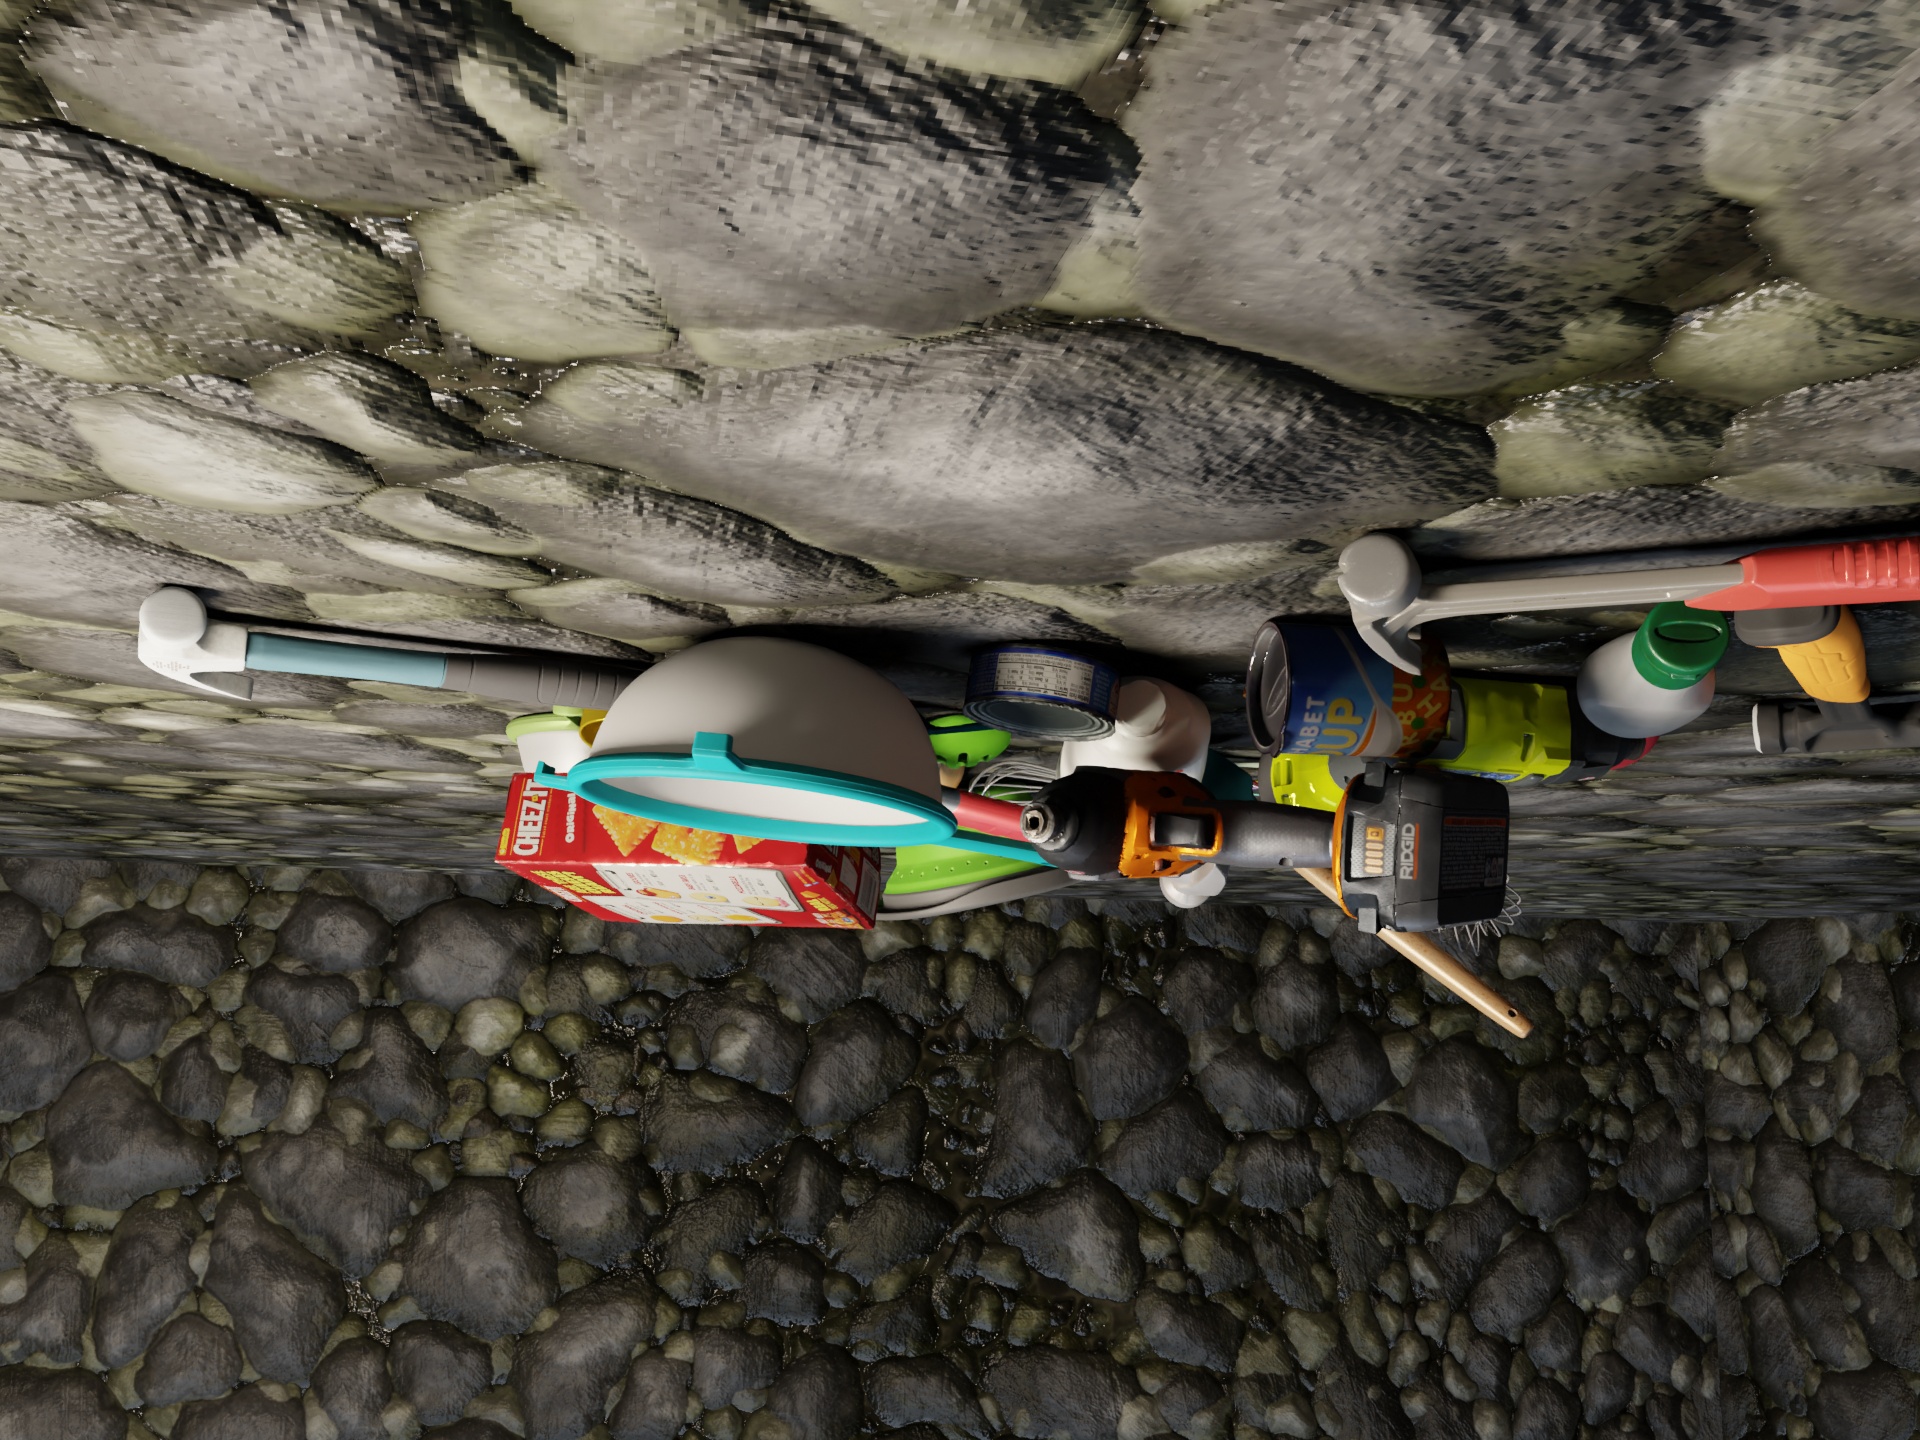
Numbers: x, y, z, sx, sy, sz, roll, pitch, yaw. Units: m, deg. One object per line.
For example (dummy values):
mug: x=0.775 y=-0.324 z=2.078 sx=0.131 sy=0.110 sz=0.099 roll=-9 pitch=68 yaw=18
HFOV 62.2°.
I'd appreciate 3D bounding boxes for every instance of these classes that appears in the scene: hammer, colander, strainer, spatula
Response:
hammer: x=-0.011 y=0.052 z=1.064 sx=0.386 sy=0.038 sz=0.143 roll=14 pitch=164 yaw=4
hammer: x=-0.277 y=-0.027 z=0.895 sx=0.330 sy=0.033 sz=0.128 roll=6 pitch=168 yaw=-26
colander: x=0.087 y=0.092 z=1.360 sx=0.397 sy=0.094 sz=0.204 roll=-12 pitch=179 yaw=22
strainer: x=-0.255 y=0.031 z=1.120 sx=0.151 sy=0.069 sz=0.256 roll=2 pitch=172 yaw=-4
hammer: x=0.340 y=-0.055 z=0.628 sx=0.359 sy=0.037 sz=0.149 roll=-3 pitch=170 yaw=25
strainer: x=-0.053 y=0.019 z=0.911 sx=0.340 sy=0.095 sz=0.211 roll=14 pitch=165 yaw=-37
hammer: x=0.452 y=-0.022 z=0.807 sx=0.127 sy=0.034 sz=0.336 roll=-4 pitch=169 yaw=33
spatula: x=0.253 y=0.115 z=1.087 sx=0.318 sy=0.082 sz=0.044 roll=39 pitch=155 yaw=31

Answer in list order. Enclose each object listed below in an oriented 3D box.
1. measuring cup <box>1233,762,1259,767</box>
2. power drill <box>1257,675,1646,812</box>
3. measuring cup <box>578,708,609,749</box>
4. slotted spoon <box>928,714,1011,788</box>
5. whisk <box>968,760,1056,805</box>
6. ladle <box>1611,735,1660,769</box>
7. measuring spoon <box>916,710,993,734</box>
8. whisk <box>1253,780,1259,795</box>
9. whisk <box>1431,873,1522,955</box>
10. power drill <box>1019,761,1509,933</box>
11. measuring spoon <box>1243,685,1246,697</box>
measuring cup: x=0.209 y=0.052 z=1.237 sx=0.167 sy=0.038 sz=0.083 roll=-2 pitch=178 yaw=-9
power drill: x=0.297 y=0.025 z=0.995 sx=0.171 sy=0.080 sz=0.223 roll=5 pitch=167 yaw=-13
measuring cup: x=-0.177 y=0.016 z=1.029 sx=0.062 sy=0.029 sz=0.156 roll=-18 pitch=150 yaw=36
slotted spoon: x=-0.003 y=0.034 z=1.229 sx=0.070 sy=0.031 sz=0.313 roll=-1 pitch=172 yaw=-2
whisk: x=0.113 y=0.056 z=1.267 sx=0.246 sy=0.059 sz=0.058 roll=-1 pitch=-155 yaw=-29
ladle: x=0.363 y=0.030 z=1.155 sx=0.069 sy=0.031 sz=0.315 roll=7 pitch=171 yaw=-31
measuring spoon: x=-0.002 y=-0.003 z=1.059 sx=0.128 sy=0.021 sz=0.042 roll=-5 pitch=172 yaw=-19
whisk: x=0.186 y=0.076 z=1.404 sx=0.245 sy=0.047 sz=0.051 roll=-3 pitch=171 yaw=44
whisk: x=0.299 y=0.085 z=0.973 sx=0.070 sy=0.070 sz=0.284 roll=-3 pitch=158 yaw=24
power drill: x=0.149 y=0.060 z=0.826 sx=0.226 sy=0.084 sz=0.164 roll=2 pitch=178 yaw=36
measuring spoon: x=0.190 y=-0.029 z=0.887 sx=0.021 sy=0.011 sz=0.117 roll=5 pitch=166 yaw=-16
